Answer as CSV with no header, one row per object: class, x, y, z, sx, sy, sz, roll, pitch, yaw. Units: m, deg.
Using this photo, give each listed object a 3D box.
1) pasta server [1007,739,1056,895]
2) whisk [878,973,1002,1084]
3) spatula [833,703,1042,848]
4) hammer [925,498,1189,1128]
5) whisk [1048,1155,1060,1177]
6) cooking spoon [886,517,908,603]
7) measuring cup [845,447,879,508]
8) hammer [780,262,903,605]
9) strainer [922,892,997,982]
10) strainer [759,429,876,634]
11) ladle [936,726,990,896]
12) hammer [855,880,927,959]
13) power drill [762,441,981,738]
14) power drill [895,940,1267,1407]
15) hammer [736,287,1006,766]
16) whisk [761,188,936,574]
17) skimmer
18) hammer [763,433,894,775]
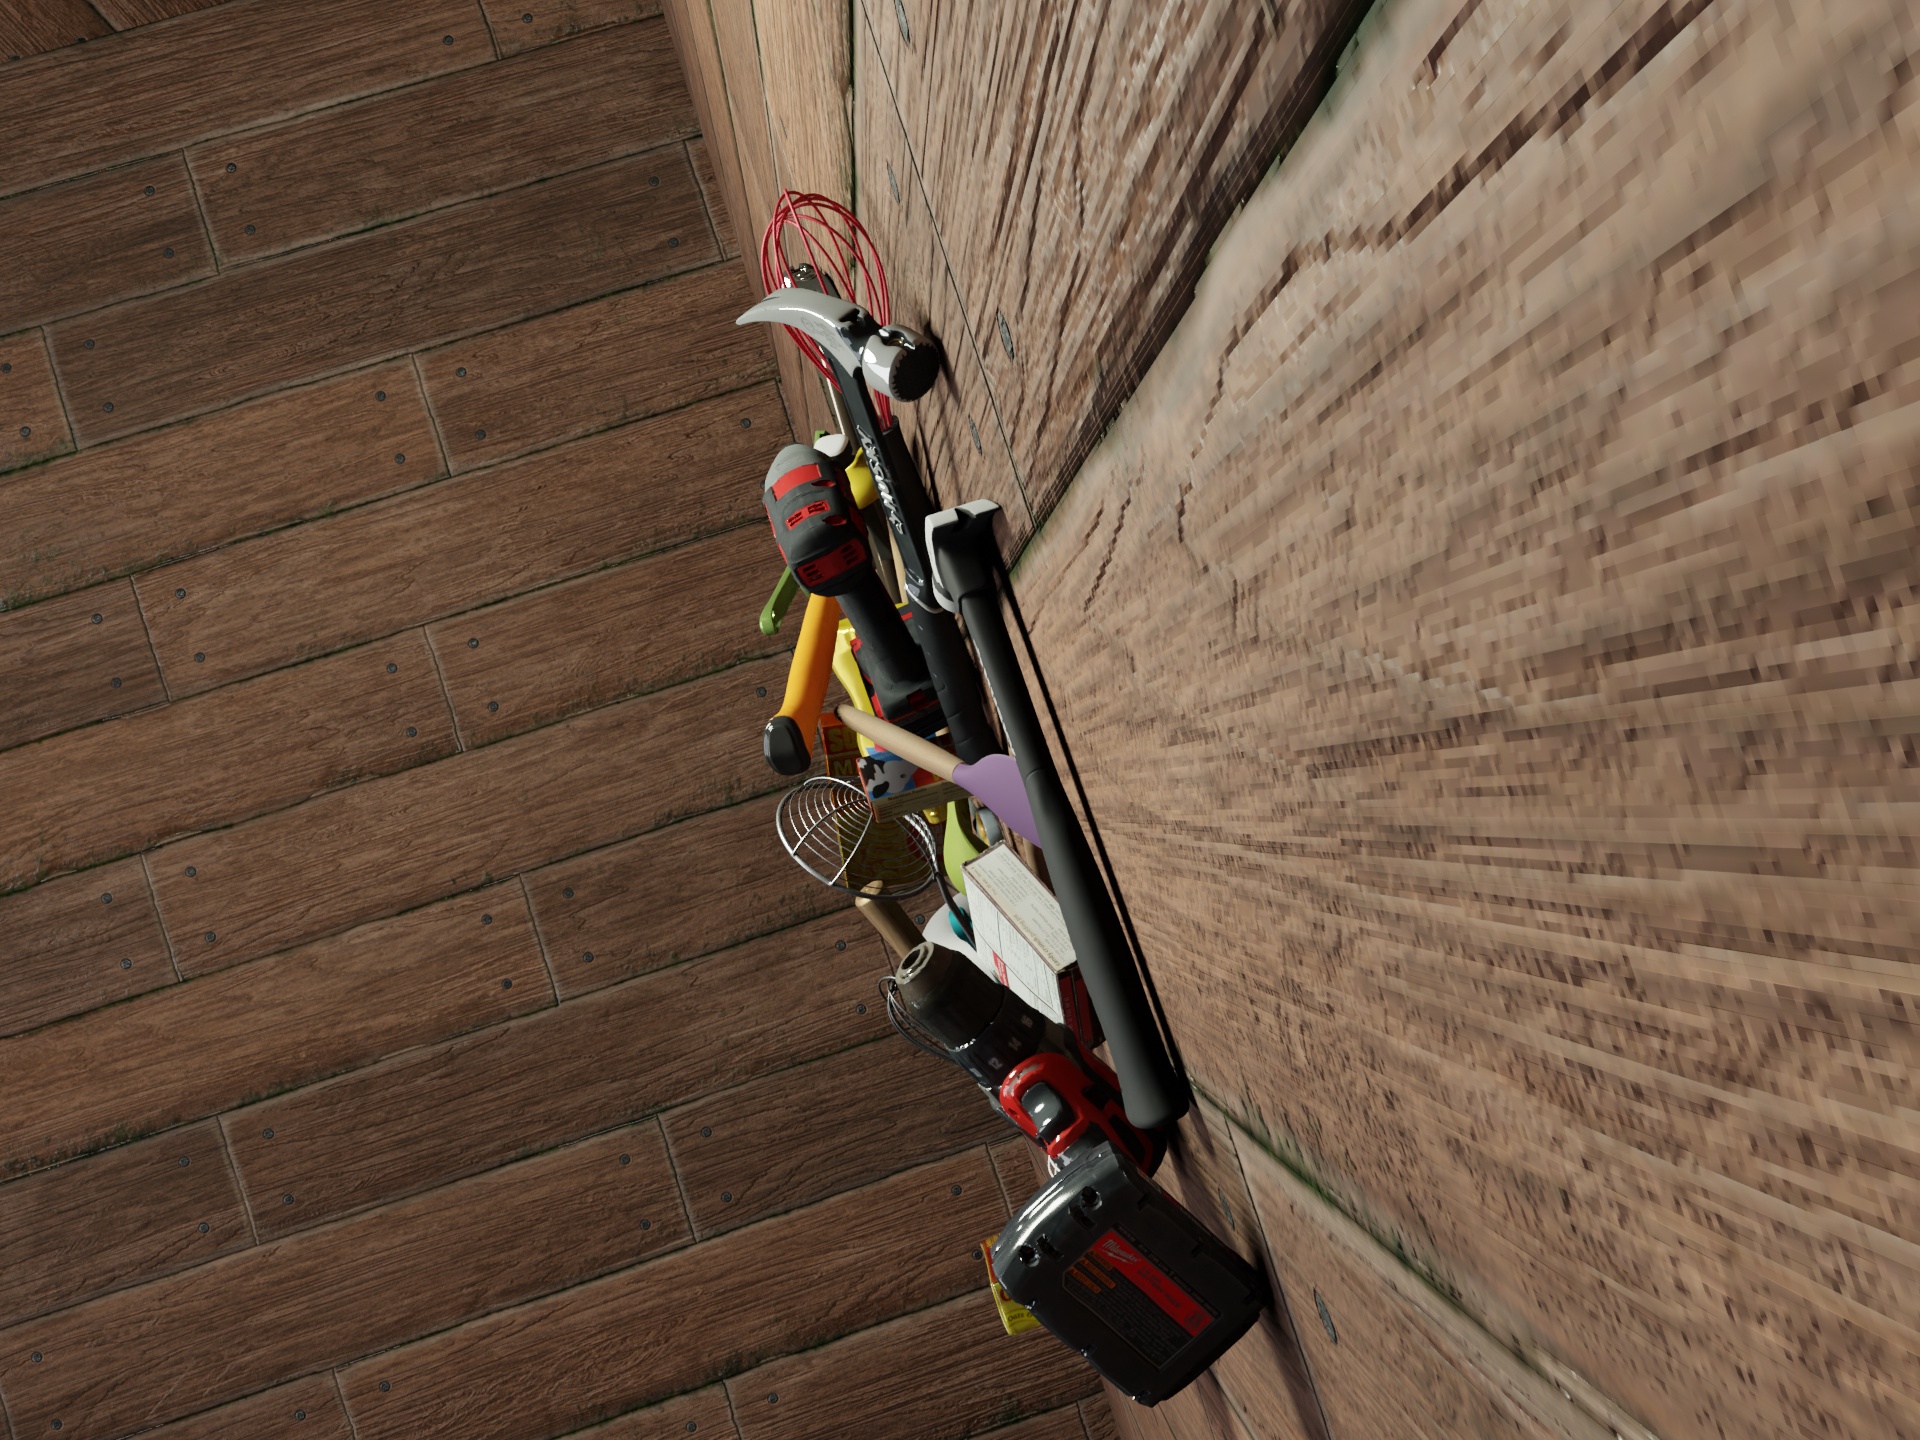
pasta server,0.051,0.118,1.042,0.060,0.040,0.315,47,158,42
whisk,0.033,0.268,1.192,0.239,0.055,0.055,41,175,0
spatula,-0.012,0.026,1.023,0.316,0.018,0.059,24,134,59
hammer,0.046,0.042,0.812,0.146,0.035,0.335,86,166,-75
whisk,0.082,0.262,1.147,0.285,0.070,0.070,-107,1,-71
cooking spoon,-0.037,-0.076,1.421,0.069,0.017,0.318,41,153,39
measuring cup,-0.059,-0.181,1.129,0.029,0.062,0.156,50,174,-5
hammer,-0.080,-0.197,1.430,0.146,0.038,0.410,-119,11,-62
strainer,-0.001,0.244,1.518,0.340,0.095,0.211,60,-170,-66
strainer,-0.122,-0.158,1.496,0.257,0.069,0.151,-71,-28,-51
ladle,-0.002,-0.004,1.269,0.078,0.062,0.320,-114,14,-78
hammer,0.022,0.265,1.326,0.331,0.031,0.130,53,-173,-12
power drill,-0.071,-0.095,1.133,0.219,0.078,0.143,59,-174,-43
power drill,0.049,0.212,0.808,0.187,0.080,0.227,44,-175,-16
hammer,-0.031,-0.095,0.993,0.149,0.036,0.408,35,157,35
whisk,-0.056,-0.202,1.004,0.073,0.073,0.295,-112,0,-46
skimmer,-0.014,0.185,1.258,0.363,0.090,0.127,58,-163,-29
hammer,-0.104,-0.079,1.235,0.337,0.034,0.127,-82,-21,-47
